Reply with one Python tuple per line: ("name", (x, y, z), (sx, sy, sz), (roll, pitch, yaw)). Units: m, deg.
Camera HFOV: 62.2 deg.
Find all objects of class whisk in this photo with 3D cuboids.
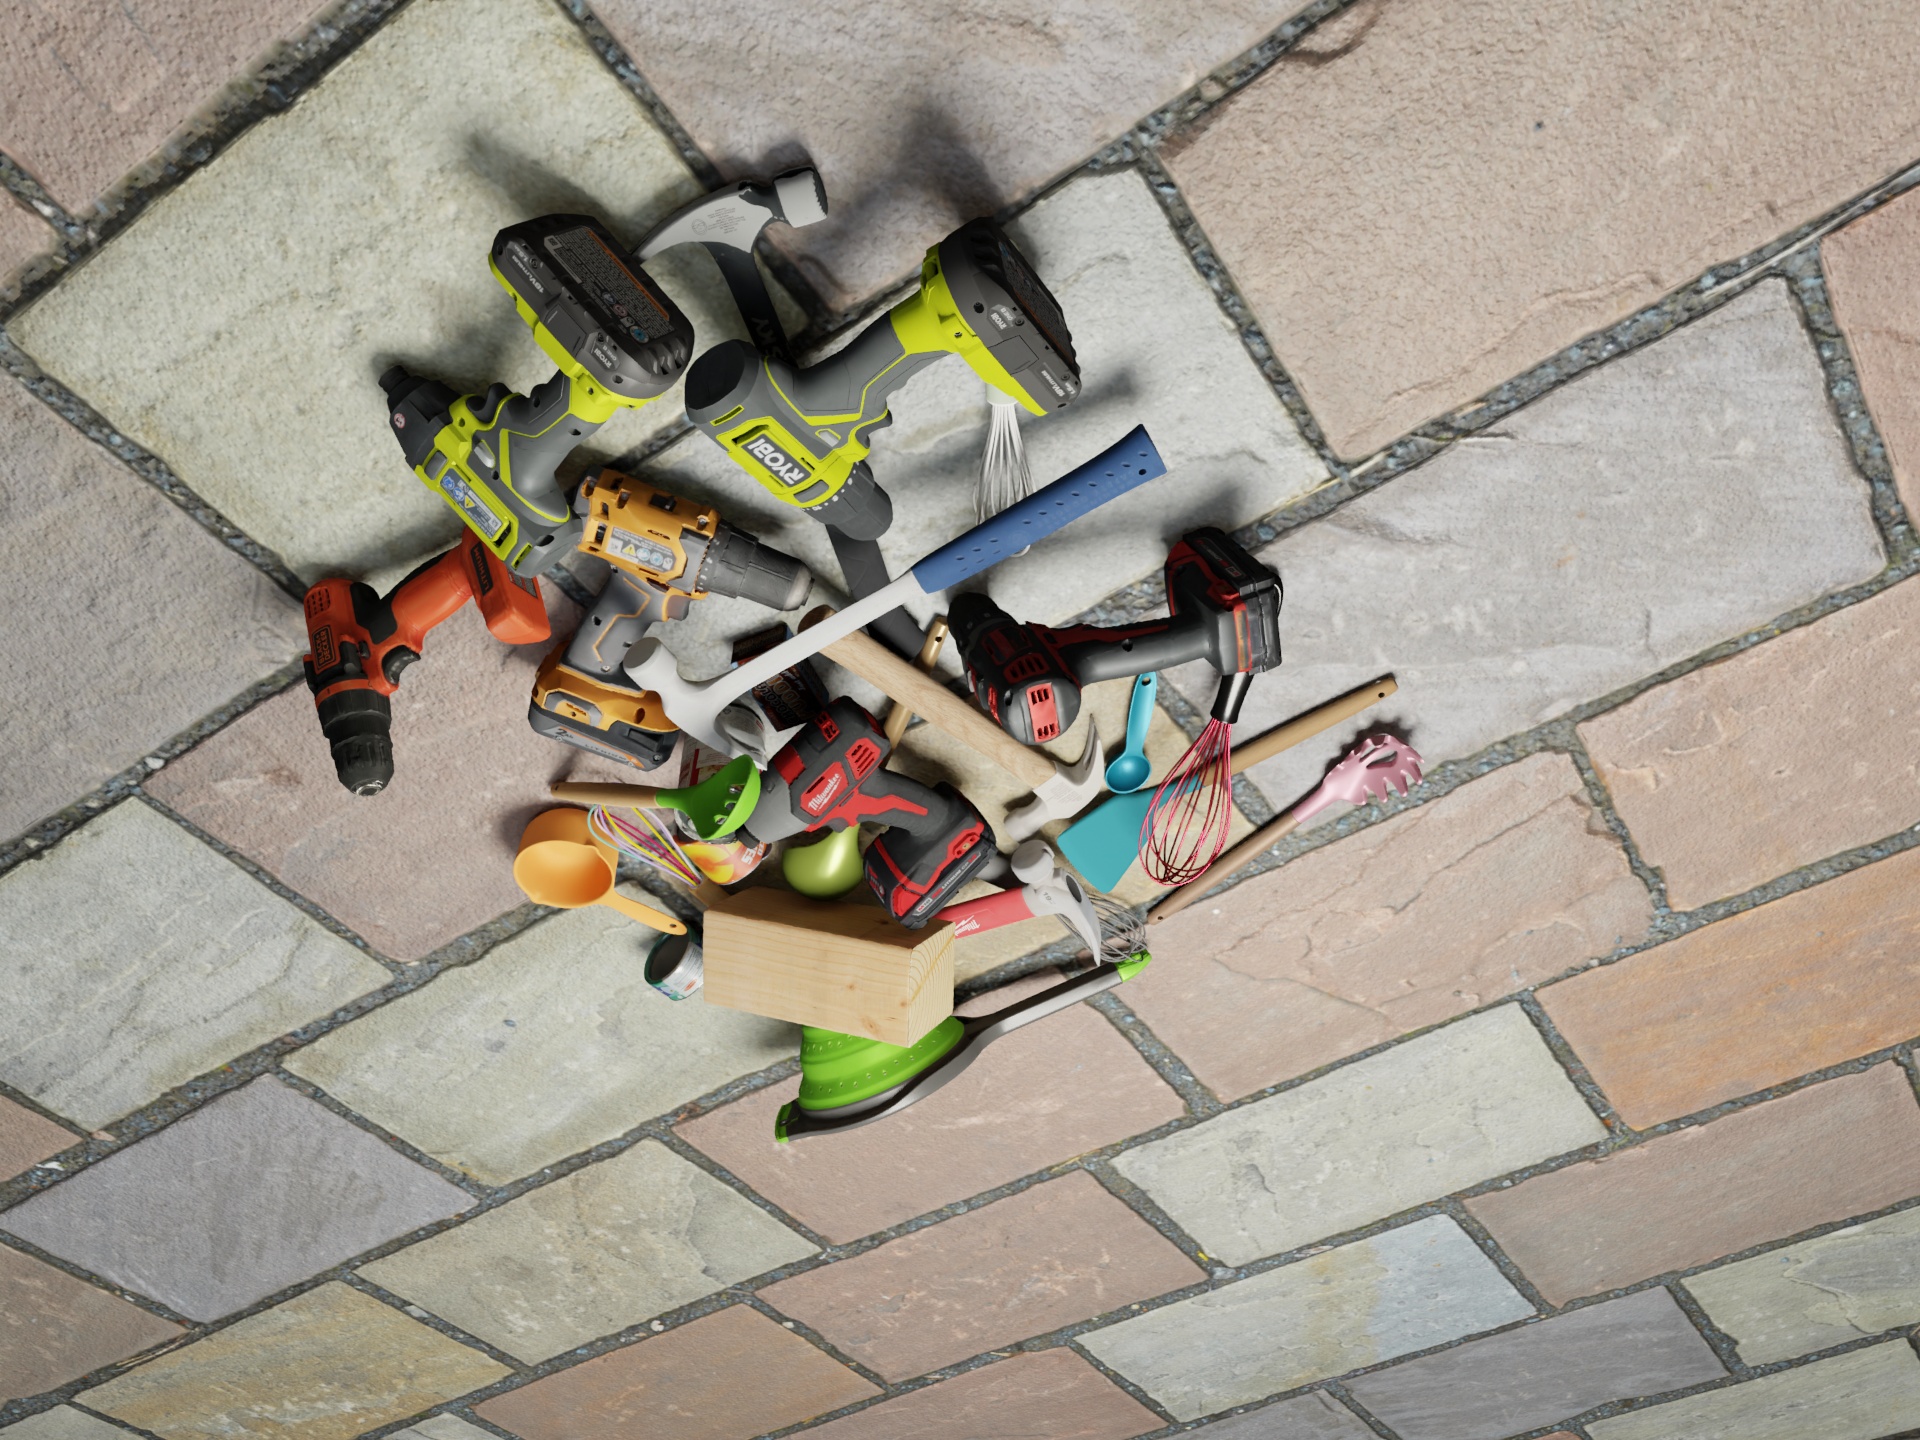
("whisk", (0.030, -0.221, 1.123), (0.058, 0.059, 0.246), (-28, 135, -29))
("whisk", (-0.251, 0.137, 1.430), (0.051, 0.047, 0.244), (-49, 132, -11))
("whisk", (0.079, 0.165, 1.470), (0.238, 0.055, 0.055), (30, 125, -21))
("whisk", (0.209, 0.014, 1.304), (0.073, 0.073, 0.295), (10, 116, -10))

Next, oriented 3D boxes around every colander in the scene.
("colander", (-0.012, 0.274, 1.532), (0.397, 0.204, 0.094), (-23, 95, -2))

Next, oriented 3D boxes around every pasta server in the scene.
("pasta server", (0.282, 0.105, 1.428), (0.060, 0.040, 0.316), (39, 122, -16))

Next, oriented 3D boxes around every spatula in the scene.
("spatula", (0.233, 0.047, 1.370), (0.317, 0.044, 0.082), (-29, 121, 21))

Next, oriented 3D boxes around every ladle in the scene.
("ladle", (-0.075, 0.036, 1.359), (0.078, 0.062, 0.320), (14, 123, -19))

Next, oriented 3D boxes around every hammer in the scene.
("hammer", (-0.108, -0.191, 1.149), (0.149, 0.036, 0.408), (-12, 132, 11))
("hammer", (-0.036, -0.093, 1.151), (0.405, 0.035, 0.143), (-28, 133, 12))
("hammer", (-0.002, -0.004, 1.294), (0.130, 0.031, 0.331), (-38, 132, 22))
("hammer", (-0.061, 0.215, 1.484), (0.386, 0.038, 0.143), (-18, 127, 23))

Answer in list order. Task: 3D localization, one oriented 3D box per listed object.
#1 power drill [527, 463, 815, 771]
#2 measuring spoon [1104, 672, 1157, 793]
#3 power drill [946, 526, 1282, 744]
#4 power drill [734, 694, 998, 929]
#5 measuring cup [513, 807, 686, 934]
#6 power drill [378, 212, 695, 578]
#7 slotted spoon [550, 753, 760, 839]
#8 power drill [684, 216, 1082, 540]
("power drill", (-0.225, -0.069, 1.215), (0.185, 0.084, 0.226), (20, 125, -7))
("measuring spoon", (0.147, 0.005, 1.351), (0.042, 0.021, 0.128), (-2, 124, -15))
("power drill", (0.106, -0.071, 1.196), (0.226, 0.188, 0.080), (-18, 122, -9))
("power drill", (-0.079, 0.081, 1.301), (0.143, 0.079, 0.219), (-44, 137, 5))
("measuring cup", (-0.317, 0.139, 1.430), (0.173, 0.052, 0.095), (32, 123, -29))
("power drill", (-0.291, -0.221, 1.058), (0.171, 0.080, 0.223), (48, 127, -3))
("slotted spoon", (-0.249, 0.059, 1.267), (0.031, 0.070, 0.314), (35, 157, -35))
("power drill", (-0.040, -0.211, 1.049), (0.228, 0.080, 0.190), (-25, 144, 22))
